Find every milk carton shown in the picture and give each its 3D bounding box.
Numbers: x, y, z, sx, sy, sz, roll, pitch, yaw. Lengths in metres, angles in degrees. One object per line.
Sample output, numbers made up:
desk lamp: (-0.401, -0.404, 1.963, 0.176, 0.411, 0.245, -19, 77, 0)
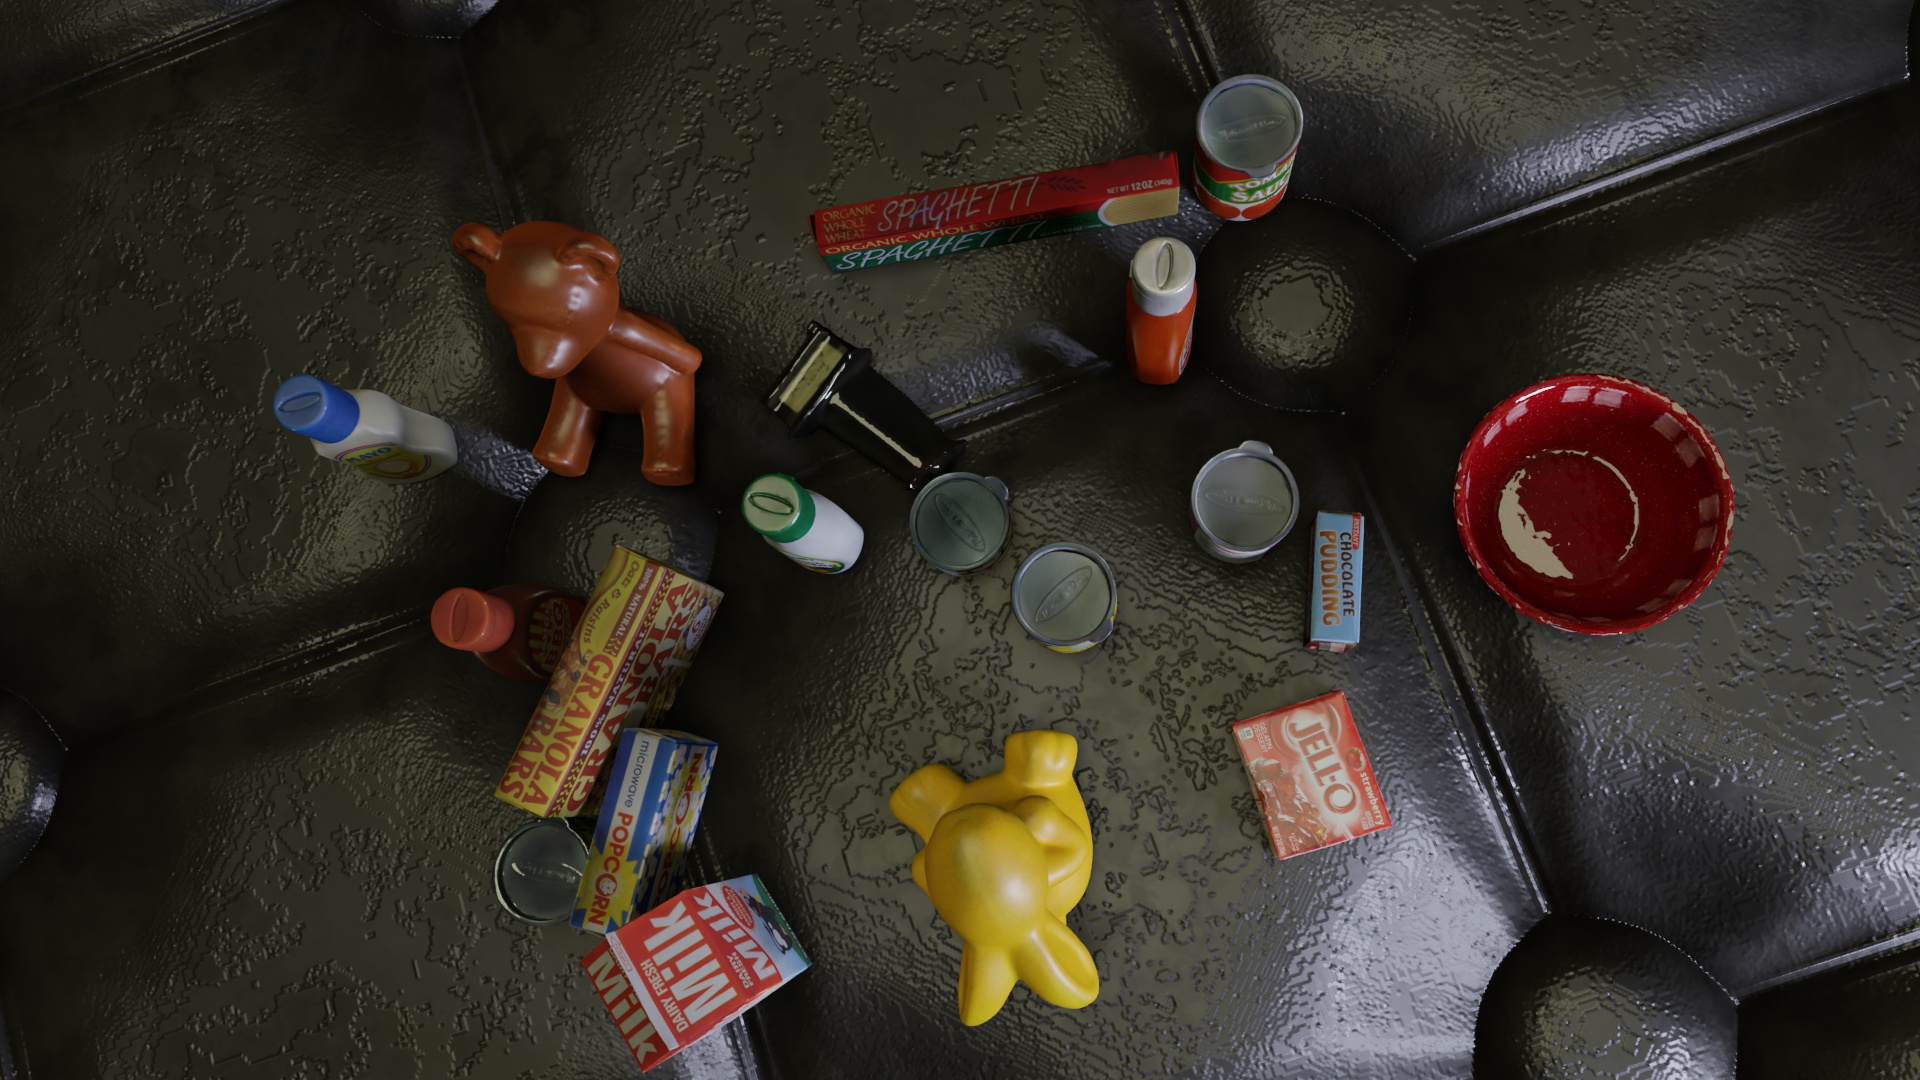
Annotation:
milk carton: (-0.156, 0.250, 0.814, 0.073, 0.190, 0.072, -35, 78, 1)

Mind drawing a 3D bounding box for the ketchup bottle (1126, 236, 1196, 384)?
ketchup bottle: (0.125, -0.146, 0.868, 0.043, 0.148, 0.065, 6, 82, 8)

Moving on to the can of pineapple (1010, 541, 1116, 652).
can of pineapple: (0.068, 0.039, 0.890, 0.071, 0.058, 0.071, -1, 80, 7)

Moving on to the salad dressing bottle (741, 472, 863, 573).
salad dressing bottle: (-0.101, -0.011, 0.874, 0.064, 0.147, 0.044, 18, 84, 10)

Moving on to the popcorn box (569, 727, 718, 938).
popcorn box: (-0.199, 0.184, 0.884, 0.038, 0.085, 0.127, 13, 82, 9)

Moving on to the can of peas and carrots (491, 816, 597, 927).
can of peas and carrots: (-0.259, 0.211, 0.901, 0.071, 0.058, 0.071, -1, 80, 7)

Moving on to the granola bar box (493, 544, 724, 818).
granola bar box: (-0.217, 0.093, 0.883, 0.039, 0.124, 0.165, 24, 84, 10)

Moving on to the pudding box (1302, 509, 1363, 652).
pudding box: (0.235, 0.026, 0.875, 0.030, 0.049, 0.084, 4, 81, 8)

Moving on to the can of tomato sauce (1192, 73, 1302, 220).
can of tomato sauce: (0.188, -0.254, 0.913, 0.071, 0.083, 0.071, -1, 80, 7)

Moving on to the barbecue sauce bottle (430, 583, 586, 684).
barbecue sauce bottle: (-0.285, 0.056, 0.885, 0.044, 0.148, 0.065, 3, 81, 8)

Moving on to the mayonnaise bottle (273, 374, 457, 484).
mayonnaise bottle: (-0.396, -0.073, 0.922, 0.065, 0.148, 0.041, -16, 79, 5)

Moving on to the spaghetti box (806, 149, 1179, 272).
spaghetti box: (0.023, -0.223, 0.945, 0.250, 0.050, 0.029, -8, 80, 6)

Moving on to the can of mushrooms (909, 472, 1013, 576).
can of mushrooms: (0.003, -0.012, 0.919, 0.071, 0.033, 0.071, -1, 80, 7)

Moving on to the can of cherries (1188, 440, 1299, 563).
can of cherries: (0.180, -0.024, 0.886, 0.071, 0.058, 0.071, -1, 80, 7)
